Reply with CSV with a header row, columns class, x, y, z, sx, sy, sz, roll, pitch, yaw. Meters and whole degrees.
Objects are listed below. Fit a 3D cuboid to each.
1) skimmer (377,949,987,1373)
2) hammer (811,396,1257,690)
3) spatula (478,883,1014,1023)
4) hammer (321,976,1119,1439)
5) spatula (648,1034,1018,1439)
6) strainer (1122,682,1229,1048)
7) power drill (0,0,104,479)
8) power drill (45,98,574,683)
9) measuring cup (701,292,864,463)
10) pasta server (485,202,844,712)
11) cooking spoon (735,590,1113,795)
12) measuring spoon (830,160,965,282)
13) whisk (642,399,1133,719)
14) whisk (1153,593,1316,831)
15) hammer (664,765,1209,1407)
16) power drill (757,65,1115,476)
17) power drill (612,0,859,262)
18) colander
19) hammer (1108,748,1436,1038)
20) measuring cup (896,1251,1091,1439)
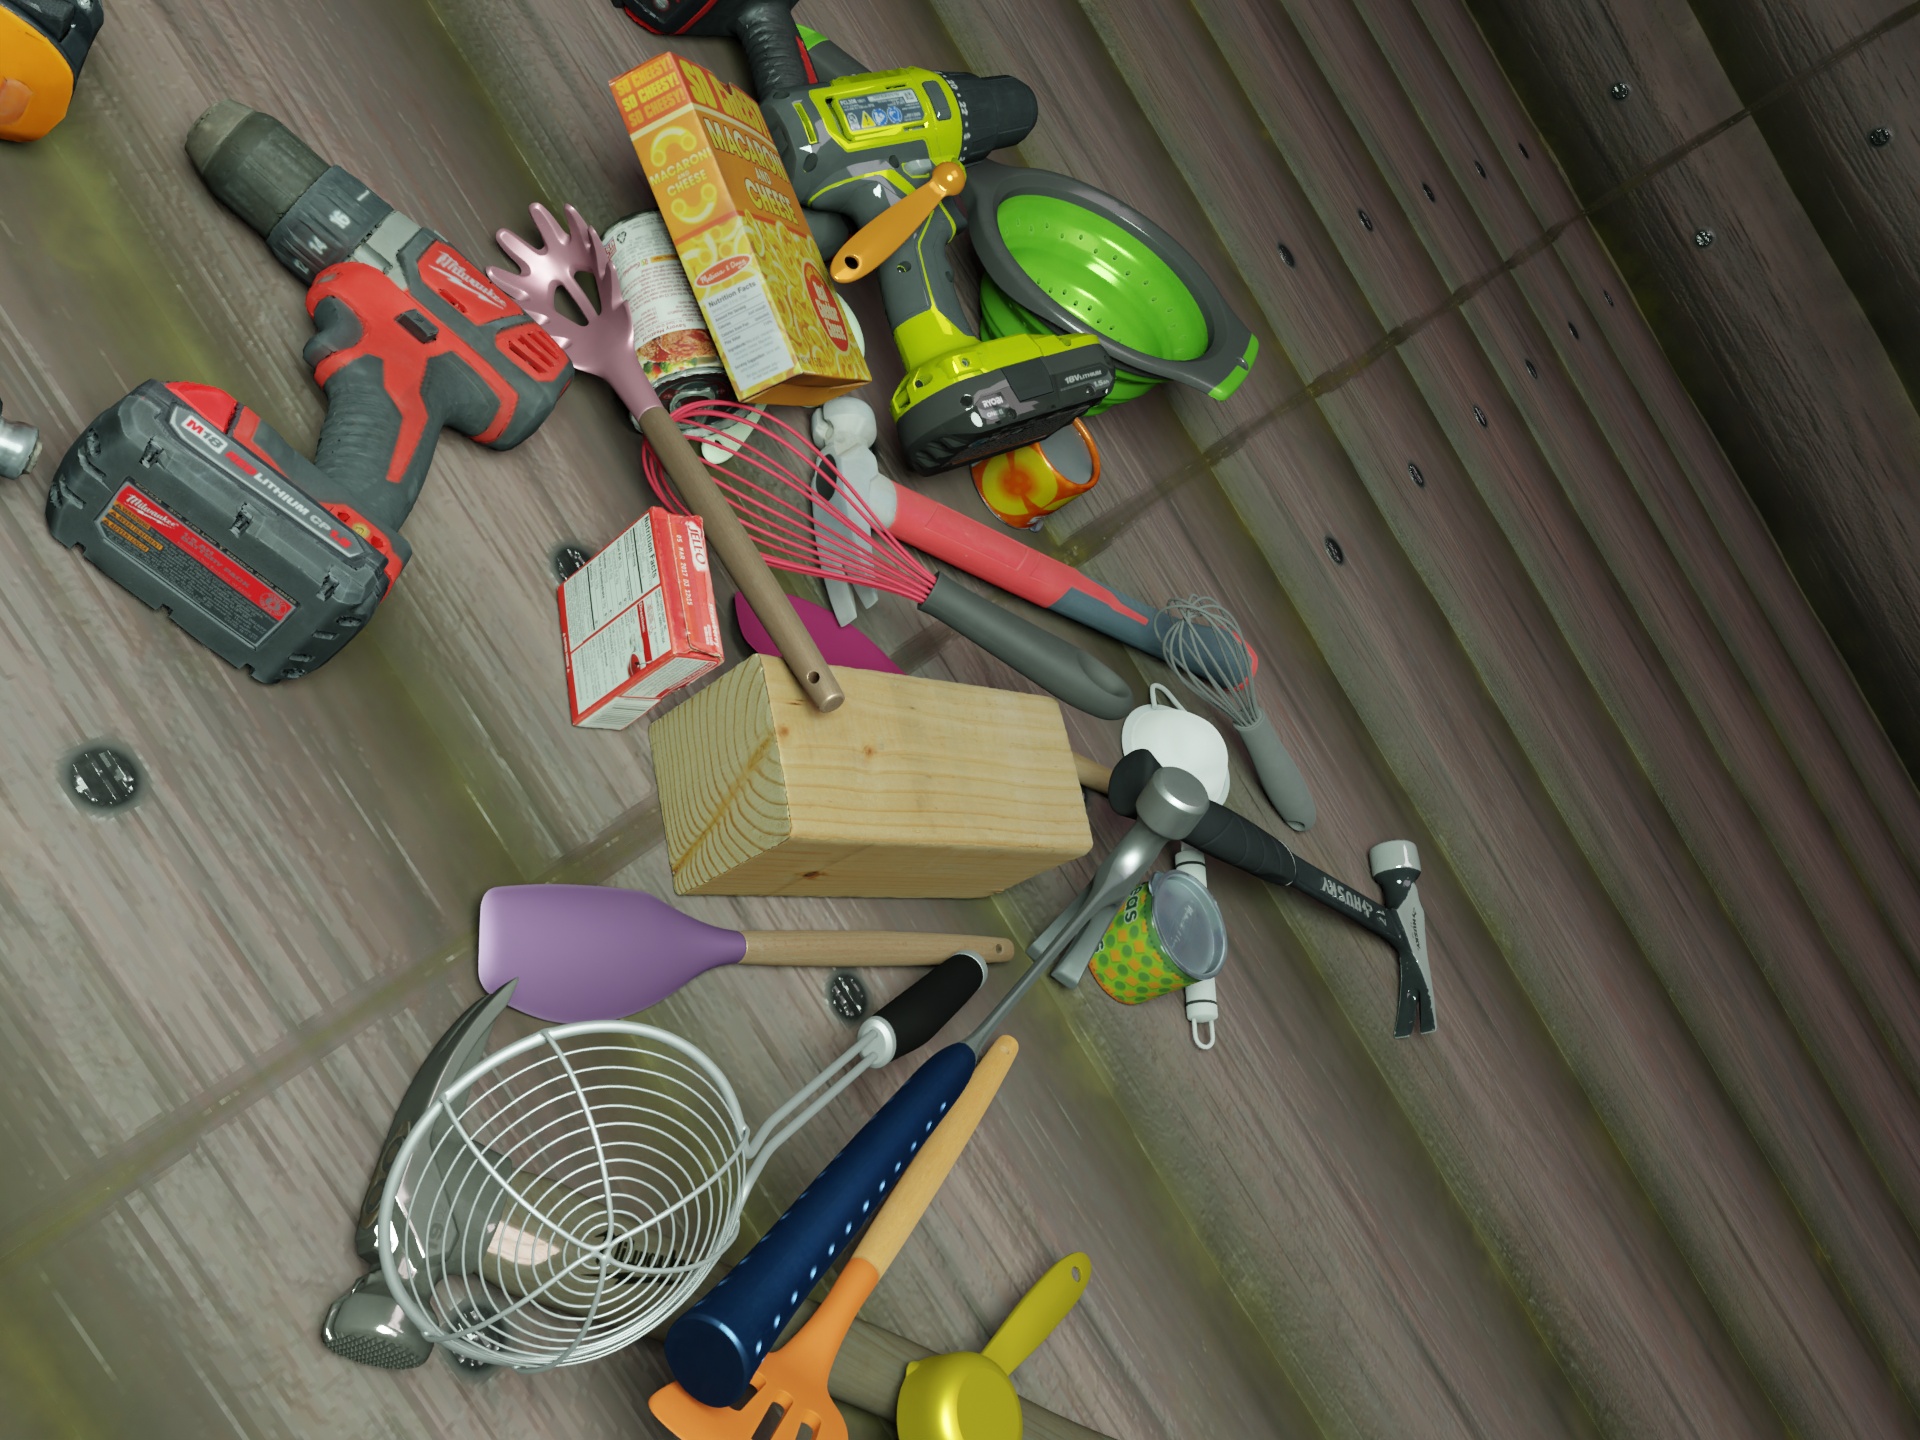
class,x,y,z,sx,sy,sz,roll,pitch,yaw
skimmer,-0.086,0.147,0.668,0.363,0.090,0.127,-21,119,-68
hammer,0.064,-0.072,1.013,0.386,0.038,0.143,20,50,-40
spatula,-0.086,0.111,0.762,0.315,0.018,0.060,8,76,-44
hammer,-0.062,0.260,0.686,0.410,0.038,0.146,36,44,-29
spatula,-0.028,0.219,0.691,0.081,0.041,0.323,33,29,7
strainer,0.149,0.082,1.019,0.086,0.050,0.259,13,61,-26
power drill,-0.391,-0.195,0.568,0.164,0.084,0.227,27,54,-36
power drill,-0.278,-0.148,0.664,0.187,0.080,0.227,42,40,-23
measuring cup,-0.103,-0.199,0.910,0.083,0.038,0.168,45,40,-19
pasta server,-0.139,-0.129,0.760,0.316,0.060,0.040,56,6,23
cooking spoon,-0.001,-0.003,0.920,0.318,0.017,0.069,24,35,-37
measuring spoon,-0.033,-0.273,0.866,0.021,0.011,0.117,45,60,-8
whisk,-0.033,-0.079,0.831,0.295,0.073,0.073,30,46,-12
whisk,0.193,0.000,1.078,0.238,0.055,0.055,54,36,-37
hammer,0.002,0.153,0.715,0.035,0.144,0.405,37,34,10
power drill,-0.001,-0.275,0.934,0.190,0.080,0.228,-23,89,-32
power drill,-0.122,-0.384,0.976,0.143,0.078,0.219,-29,93,-51
colander,0.015,-0.327,1.093,0.397,0.094,0.205,37,41,-2
hammer,0.216,0.103,1.036,0.408,0.036,0.149,27,51,-47
measuring cup,0.028,0.285,0.720,0.156,0.029,0.062,-29,89,-52
